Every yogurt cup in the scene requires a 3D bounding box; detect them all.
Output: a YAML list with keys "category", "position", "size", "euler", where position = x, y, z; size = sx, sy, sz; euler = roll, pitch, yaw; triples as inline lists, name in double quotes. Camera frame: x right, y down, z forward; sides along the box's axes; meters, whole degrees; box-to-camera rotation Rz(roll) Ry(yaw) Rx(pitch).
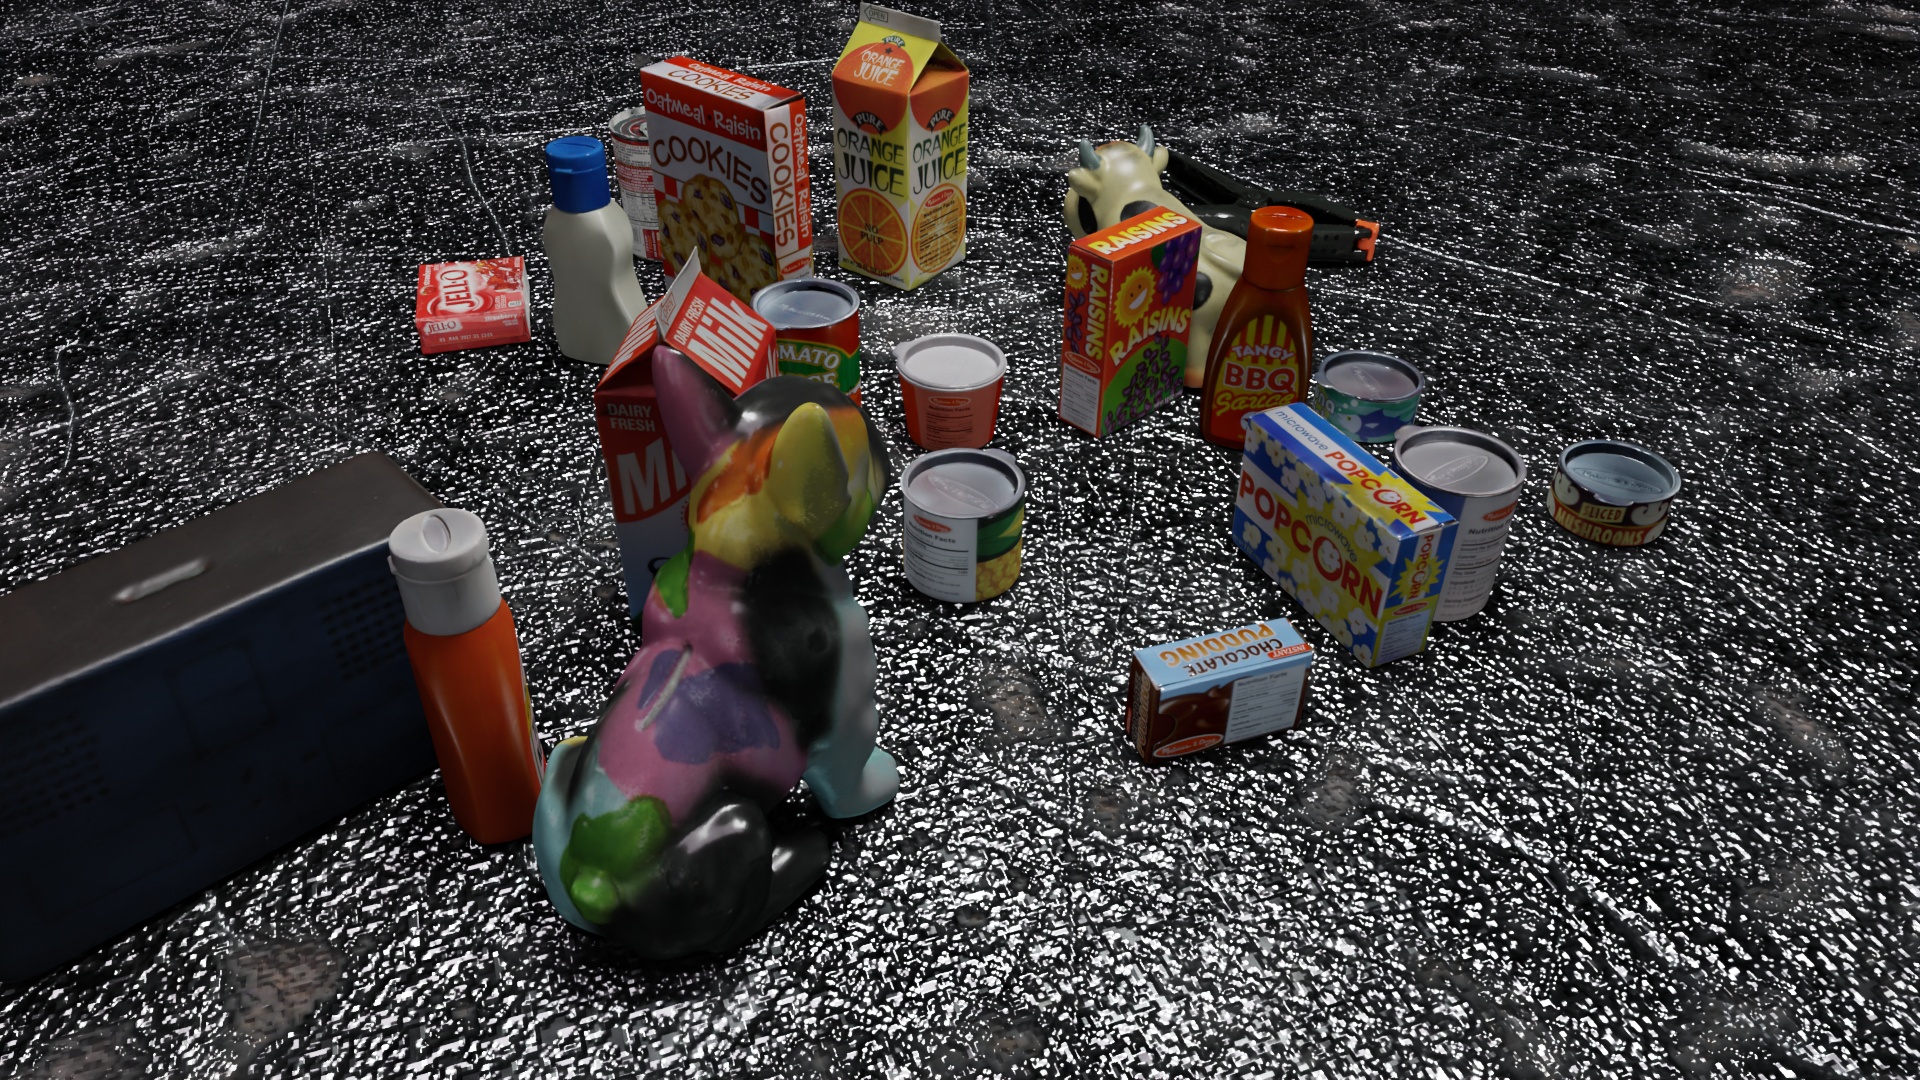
- category: "yogurt cup"
  position: [-0.006, -0.090, 0.867]
  size: [0.072, 0.053, 0.073]
  euler: [1, 36, 0]

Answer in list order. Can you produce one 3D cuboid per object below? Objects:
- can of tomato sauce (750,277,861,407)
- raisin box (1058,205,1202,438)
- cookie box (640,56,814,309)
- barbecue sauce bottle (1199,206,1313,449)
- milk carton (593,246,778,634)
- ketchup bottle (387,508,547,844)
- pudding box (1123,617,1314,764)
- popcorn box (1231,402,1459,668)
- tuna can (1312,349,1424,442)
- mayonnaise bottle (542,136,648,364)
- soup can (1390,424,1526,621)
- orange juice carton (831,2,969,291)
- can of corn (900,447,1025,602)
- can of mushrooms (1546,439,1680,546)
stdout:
- category: "can of tomato sauce"
  position: [-0.096, -0.112, 0.869]
  size: [0.071, 0.082, 0.071]
  euler: [1, 36, 0]
- category: "raisin box"
  position: [0.106, -0.138, 0.876]
  size: [0.086, 0.122, 0.040]
  euler: [-28, 45, -33]
- category: "cookie box"
  position: [-0.160, -0.239, 0.970]
  size: [0.123, 0.166, 0.040]
  euler: [26, 43, 30]
- category: "barbecue sauce bottle"
  position: [0.184, -0.127, 0.842]
  size: [0.065, 0.147, 0.044]
  euler: [6, 37, 7]
- category: "milk carton"
  position: [-0.130, -0.044, 0.686]
  size: [0.073, 0.189, 0.073]
  euler: [4, 36, 4]
- category: "ketchup bottle"
  position: [-0.206, 0.057, 0.583]
  size: [0.044, 0.148, 0.065]
  euler: [-16, 40, -22]
- category: "pudding box"
  position: [0.122, 0.070, 0.656]
  size: [0.084, 0.049, 0.030]
  euler: [-11, 38, -16]
- category: "popcorn box"
  position: [0.197, -0.006, 0.731]
  size: [0.038, 0.084, 0.127]
  euler: [-15, 39, -21]
- category: "tuna can"
  position: [0.260, -0.093, 0.895]
  size: [0.071, 0.032, 0.071]
  euler: [1, 36, 0]
- category: "mayonnaise bottle"
  position: [-0.243, -0.189, 0.915]
  size: [0.065, 0.147, 0.041]
  euler: [8, 37, 10]
- category: "soup can"
  position: [0.255, -0.010, 0.741]
  size: [0.071, 0.083, 0.072]
  euler: [1, 36, 0]
- category: "orange juice carton"
  position: [-0.044, -0.291, 1.022]
  size: [0.072, 0.191, 0.073]
  euler: [24, 42, 28]
- category: "can of corn"
  position: [0.003, -0.009, 0.754]
  size: [0.071, 0.058, 0.071]
  euler: [1, 36, 0]
- category: "can of mushrooms"
  position: [0.379, -0.027, 0.809]
  size: [0.071, 0.033, 0.071]
  euler: [1, 36, 0]
